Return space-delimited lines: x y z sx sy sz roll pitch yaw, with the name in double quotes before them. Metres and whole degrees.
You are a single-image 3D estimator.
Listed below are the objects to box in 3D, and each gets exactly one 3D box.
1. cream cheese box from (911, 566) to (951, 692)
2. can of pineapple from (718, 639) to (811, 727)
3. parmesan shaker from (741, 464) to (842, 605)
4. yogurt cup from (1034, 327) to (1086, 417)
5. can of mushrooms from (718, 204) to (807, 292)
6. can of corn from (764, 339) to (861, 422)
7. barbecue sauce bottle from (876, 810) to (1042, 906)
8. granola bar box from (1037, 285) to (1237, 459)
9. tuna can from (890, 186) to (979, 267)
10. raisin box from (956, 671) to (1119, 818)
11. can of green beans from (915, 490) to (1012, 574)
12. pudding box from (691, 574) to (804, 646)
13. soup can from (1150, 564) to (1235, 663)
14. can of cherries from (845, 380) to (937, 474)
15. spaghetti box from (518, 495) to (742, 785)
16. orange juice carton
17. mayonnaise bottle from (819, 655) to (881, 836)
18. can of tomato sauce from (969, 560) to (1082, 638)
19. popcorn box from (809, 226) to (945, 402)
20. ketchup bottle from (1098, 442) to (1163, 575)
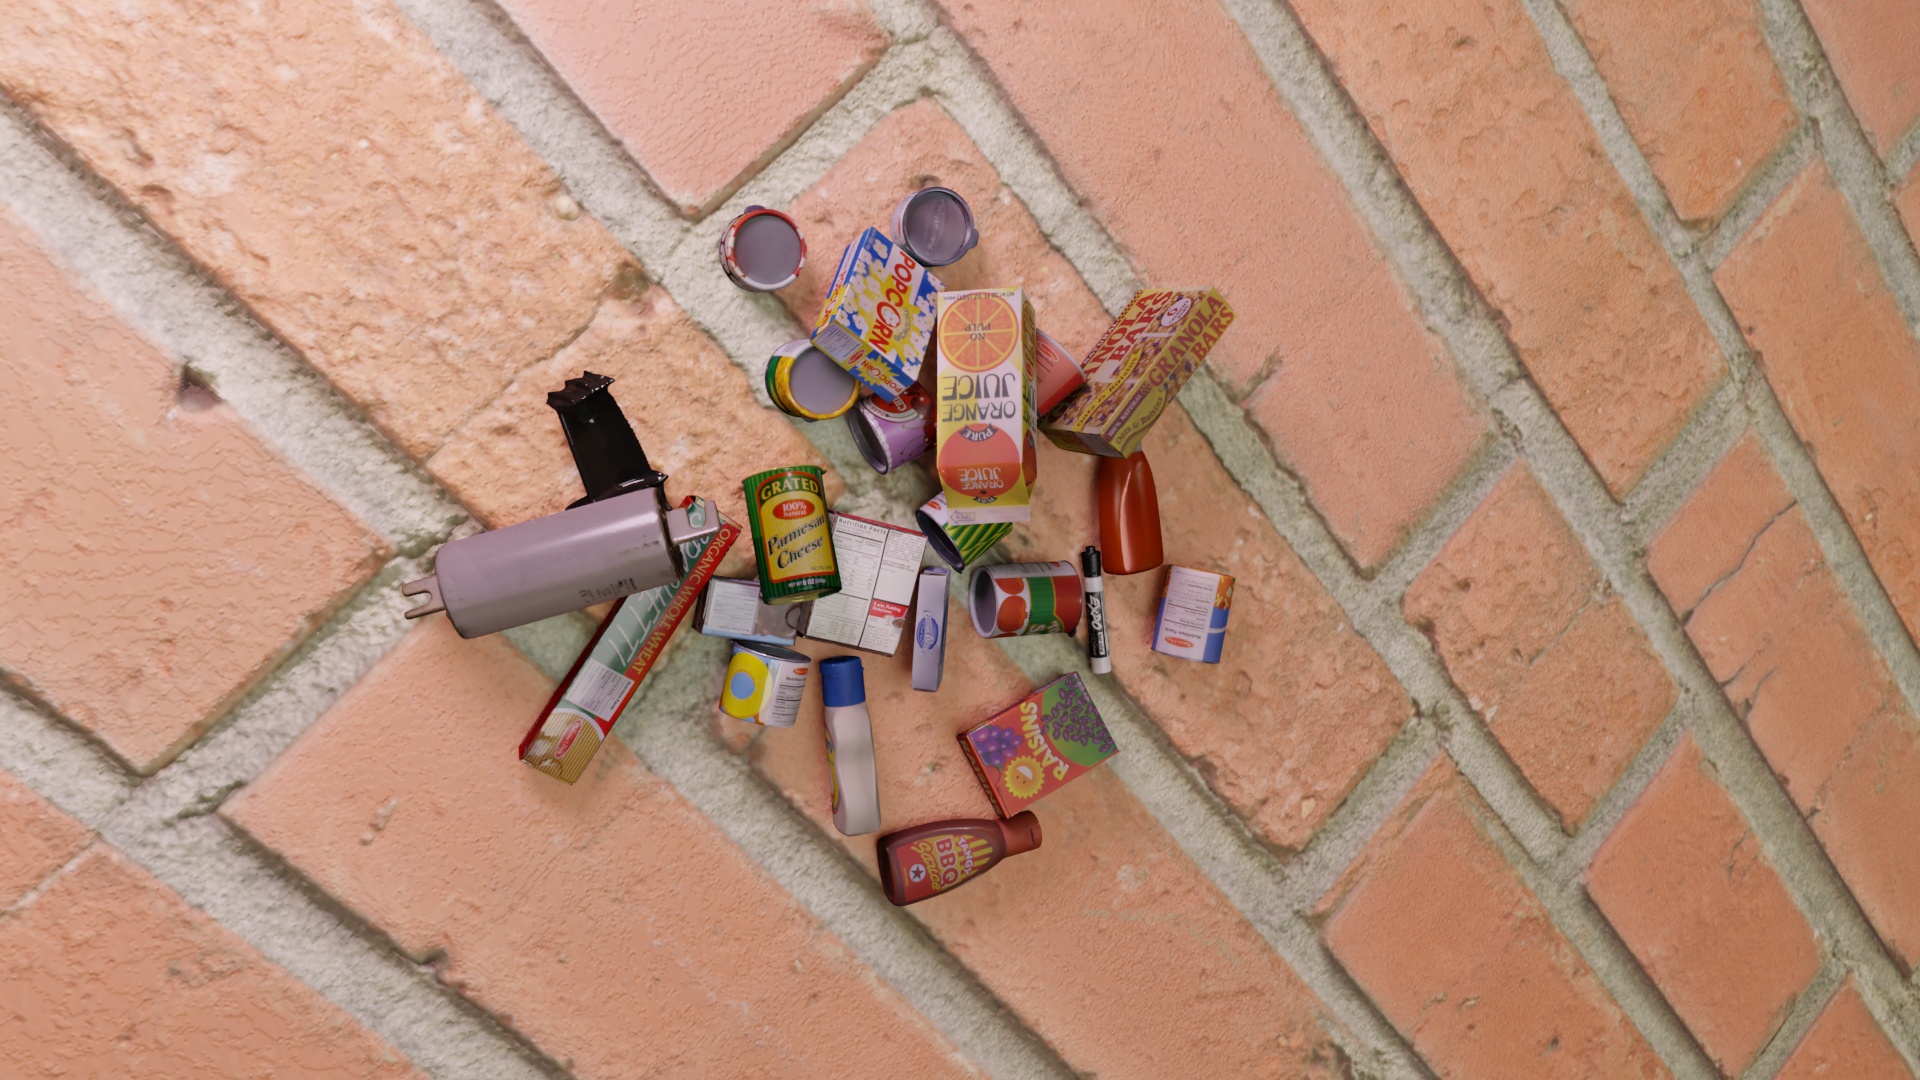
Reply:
"cream cheese box" -0.025 0.076 1.214 0.024 0.053 0.103 5 96 3
"can of pineapple" -0.164 0.118 1.155 0.071 0.071 0.058 14 92 -25
"parmesan shaker" -0.134 -0.004 1.133 0.071 0.071 0.103 -8 81 -23
"yogurt cup" 0.069 -0.146 1.223 0.054 0.072 0.072 -47 112 -3
"can of mushrooms" -0.160 -0.237 1.126 0.071 0.033 0.071 -3 99 -23
"can of corn" -0.121 -0.130 1.143 0.071 0.058 0.071 -3 98 -23
"barbecue sauce bottle" 0.001 0.281 1.259 0.149 0.043 0.064 -12 96 -22
"granola bar box" 0.153 -0.149 1.225 0.039 0.124 0.166 42 80 -23
"tuna can" -0.022 -0.266 1.183 0.071 0.033 0.071 -3 98 -23
"raisin box" 0.071 0.186 1.267 0.124 0.040 0.086 -27 90 -18
"can of green beans" 0.004 -0.017 1.209 0.058 0.071 0.071 -38 110 -15
"pudding box" -0.177 0.058 1.159 0.084 0.030 0.049 10 92 -25
"soup can" 0.222 0.069 1.318 0.071 0.071 0.083 10 92 -25
"can of cherries" -0.055 -0.099 1.170 0.058 0.071 0.071 -29 108 -18
"spaghetti box" -0.264 0.078 1.115 0.050 0.029 0.250 34 87 -25
"orange juice carton" 0.023 -0.109 1.158 0.072 0.073 0.193 -2 81 13
"mayonnaise bottle" -0.096 0.175 1.195 0.041 0.065 0.148 -7 96 -15
"can of tomato sauce" 0.058 0.055 1.242 0.083 0.071 0.071 -2 98 -23
"popcorn box" -0.066 -0.187 1.136 0.085 0.038 0.127 37 45 -24
"ketchup bottle" 0.154 -0.045 1.281 0.065 0.043 0.148 -15 102 -42
